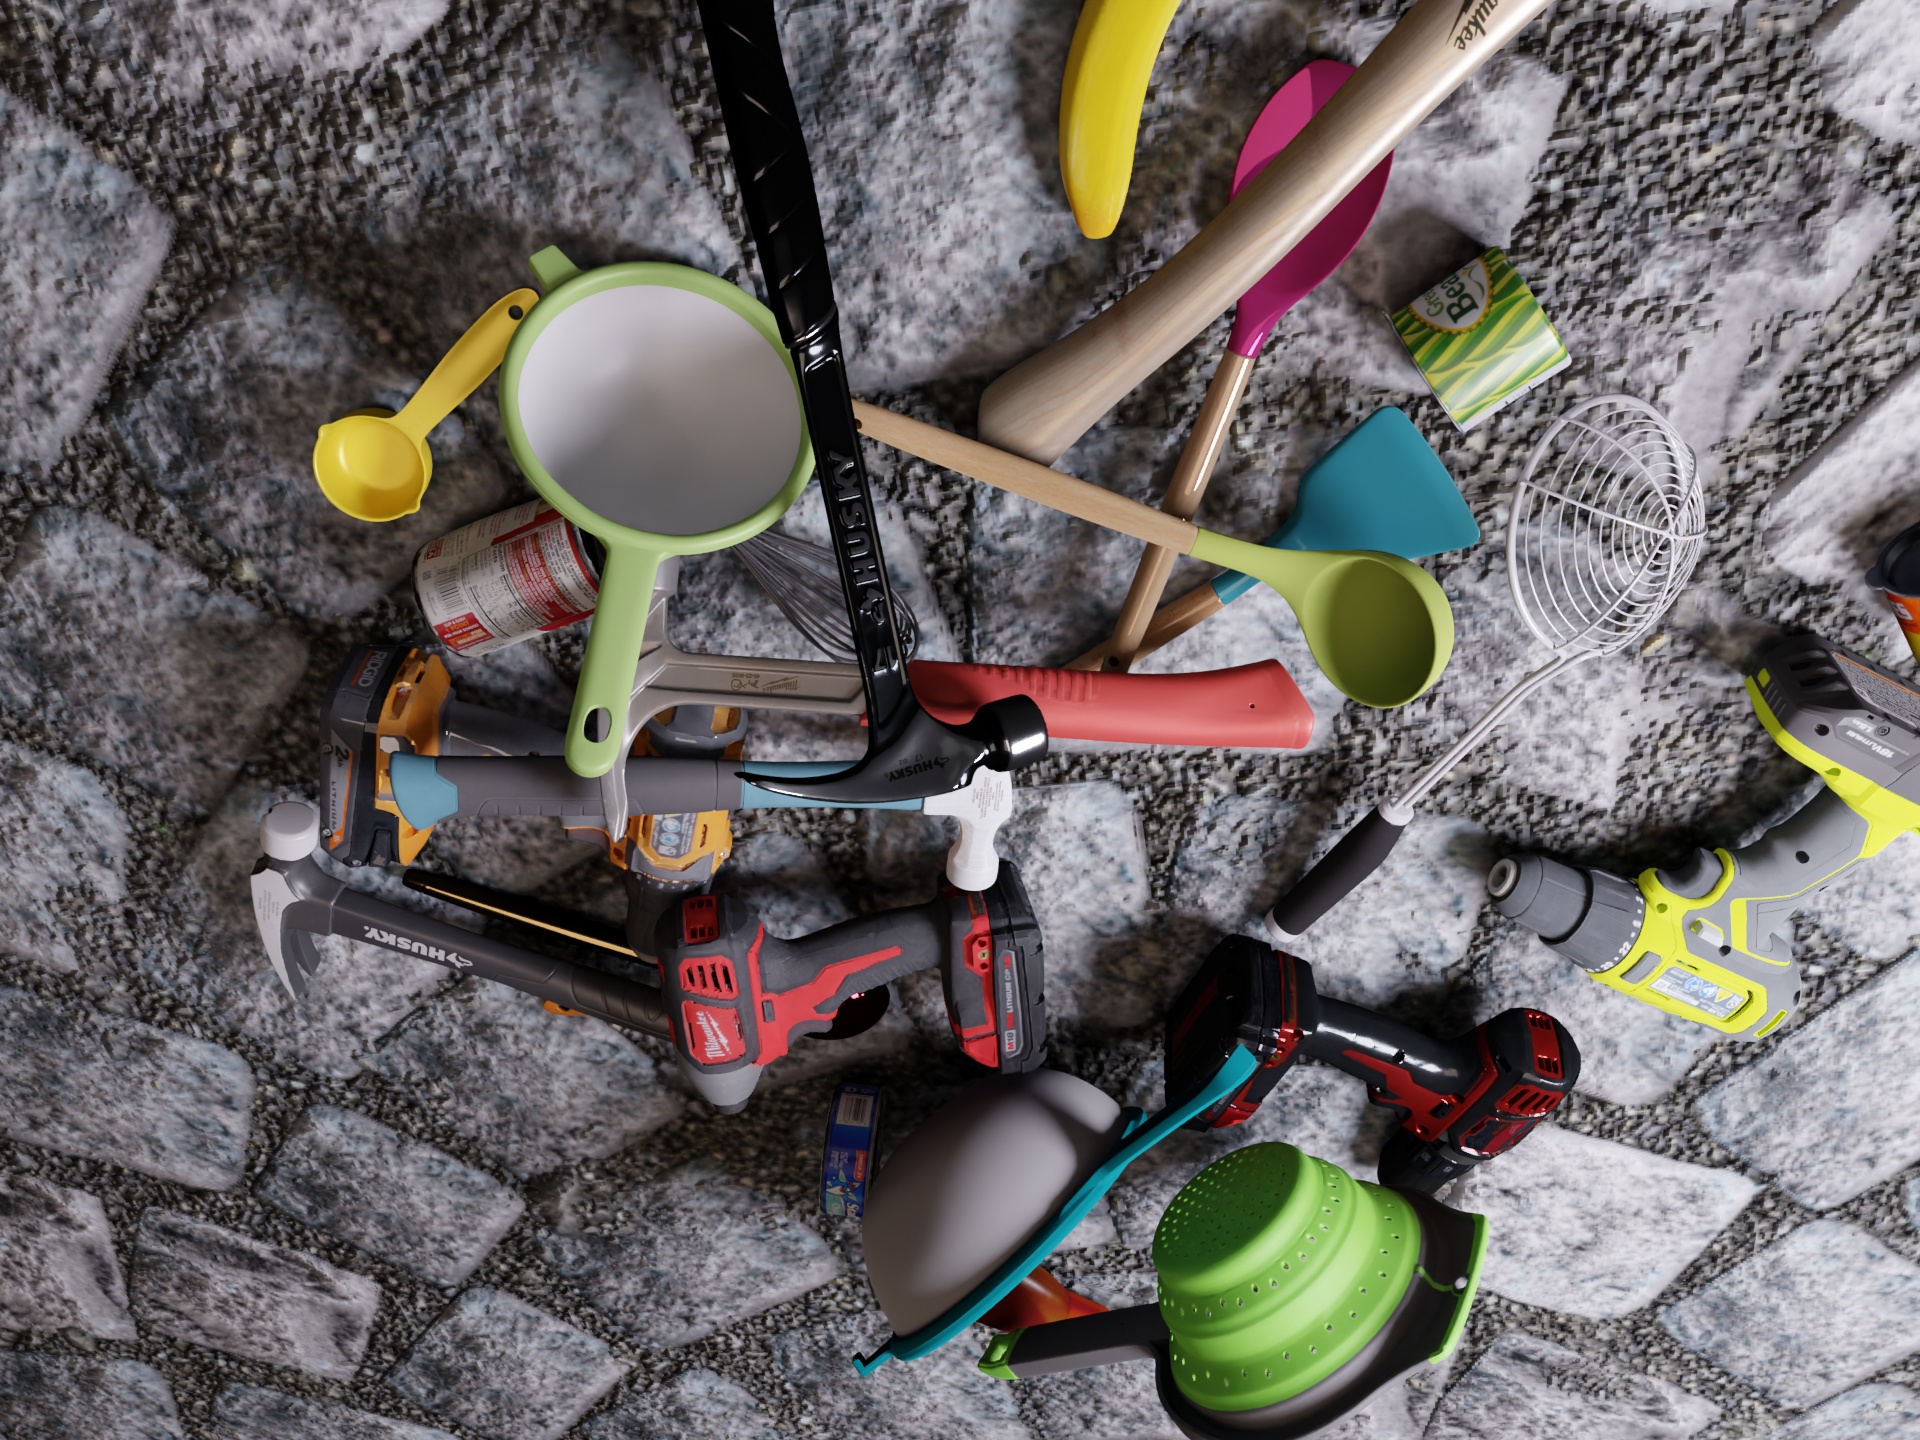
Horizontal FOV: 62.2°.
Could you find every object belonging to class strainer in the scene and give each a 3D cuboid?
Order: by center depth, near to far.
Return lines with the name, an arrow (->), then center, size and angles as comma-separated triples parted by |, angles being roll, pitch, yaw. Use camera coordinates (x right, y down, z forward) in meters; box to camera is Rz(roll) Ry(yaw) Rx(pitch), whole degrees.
strainer -> -0.154, -0.091, 0.756 | 0.151, 0.256, 0.069 | 13, 162, -14
strainer -> 0.041, 0.248, 0.942 | 0.095, 0.211, 0.340 | 46, 132, 7

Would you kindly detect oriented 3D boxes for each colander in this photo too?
colander -> 0.128, 0.350, 0.994 | 0.397, 0.204, 0.094 | -30, 101, 41

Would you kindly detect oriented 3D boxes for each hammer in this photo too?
hammer -> 0.163, -0.236, 0.700 | 0.410, 0.038, 0.146 | -41, 90, 30
hammer -> -0.068, -0.157, 0.715 | 0.149, 0.036, 0.409 | -17, 102, -21
hammer -> -0.001, -0.003, 0.809 | 0.359, 0.037, 0.149 | 4, 93, -4
hammer -> -0.132, 0.036, 0.857 | 0.331, 0.033, 0.128 | 0, 120, -14
hammer -> -0.276, 0.159, 0.995 | 0.334, 0.035, 0.146 | 19, 129, -4

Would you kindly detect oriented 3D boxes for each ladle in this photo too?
ladle -> 0.086, -0.089, 0.766 | 0.320, 0.062, 0.078 | 20, 134, -3
ladle -> -0.198, 0.145, 1.006 | 0.315, 0.031, 0.069 | 18, 124, -5

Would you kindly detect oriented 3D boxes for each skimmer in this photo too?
skimmer -> 0.261, -0.011, 0.863 | 0.127, 0.090, 0.363 | 3, 140, -30

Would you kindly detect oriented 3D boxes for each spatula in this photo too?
spatula -> 0.113, -0.053, 0.845 | 0.317, 0.044, 0.082 | -32, 103, 24

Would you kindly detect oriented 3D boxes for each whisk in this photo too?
whisk -> -0.122, -0.098, 0.834 | 0.239, 0.055, 0.055 | 33, 119, -11

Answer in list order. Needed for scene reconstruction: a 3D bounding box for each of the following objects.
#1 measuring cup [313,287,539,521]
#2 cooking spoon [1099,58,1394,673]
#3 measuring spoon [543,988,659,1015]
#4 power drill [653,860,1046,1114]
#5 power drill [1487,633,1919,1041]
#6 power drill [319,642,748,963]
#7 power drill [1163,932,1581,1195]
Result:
measuring cup -> -0.269, -0.167, 0.818 | 0.156, 0.029, 0.062 | -42, 111, 13
cooking spoon -> 0.127, -0.156, 0.776 | 0.069, 0.017, 0.318 | 26, 117, 13
measuring spoon -> -0.218, 0.186, 1.041 | 0.117, 0.011, 0.021 | -4, 122, 7
power drill -> -0.064, 0.163, 0.943 | 0.219, 0.079, 0.143 | -7, 118, -7
power drill -> 0.427, 0.069, 0.880 | 0.190, 0.080, 0.228 | 24, 124, -11
power drill -> -0.245, 0.054, 0.922 | 0.226, 0.084, 0.185 | 10, 123, -8
power drill -> 0.242, 0.228, 0.991 | 0.226, 0.080, 0.187 | 15, 136, -8
